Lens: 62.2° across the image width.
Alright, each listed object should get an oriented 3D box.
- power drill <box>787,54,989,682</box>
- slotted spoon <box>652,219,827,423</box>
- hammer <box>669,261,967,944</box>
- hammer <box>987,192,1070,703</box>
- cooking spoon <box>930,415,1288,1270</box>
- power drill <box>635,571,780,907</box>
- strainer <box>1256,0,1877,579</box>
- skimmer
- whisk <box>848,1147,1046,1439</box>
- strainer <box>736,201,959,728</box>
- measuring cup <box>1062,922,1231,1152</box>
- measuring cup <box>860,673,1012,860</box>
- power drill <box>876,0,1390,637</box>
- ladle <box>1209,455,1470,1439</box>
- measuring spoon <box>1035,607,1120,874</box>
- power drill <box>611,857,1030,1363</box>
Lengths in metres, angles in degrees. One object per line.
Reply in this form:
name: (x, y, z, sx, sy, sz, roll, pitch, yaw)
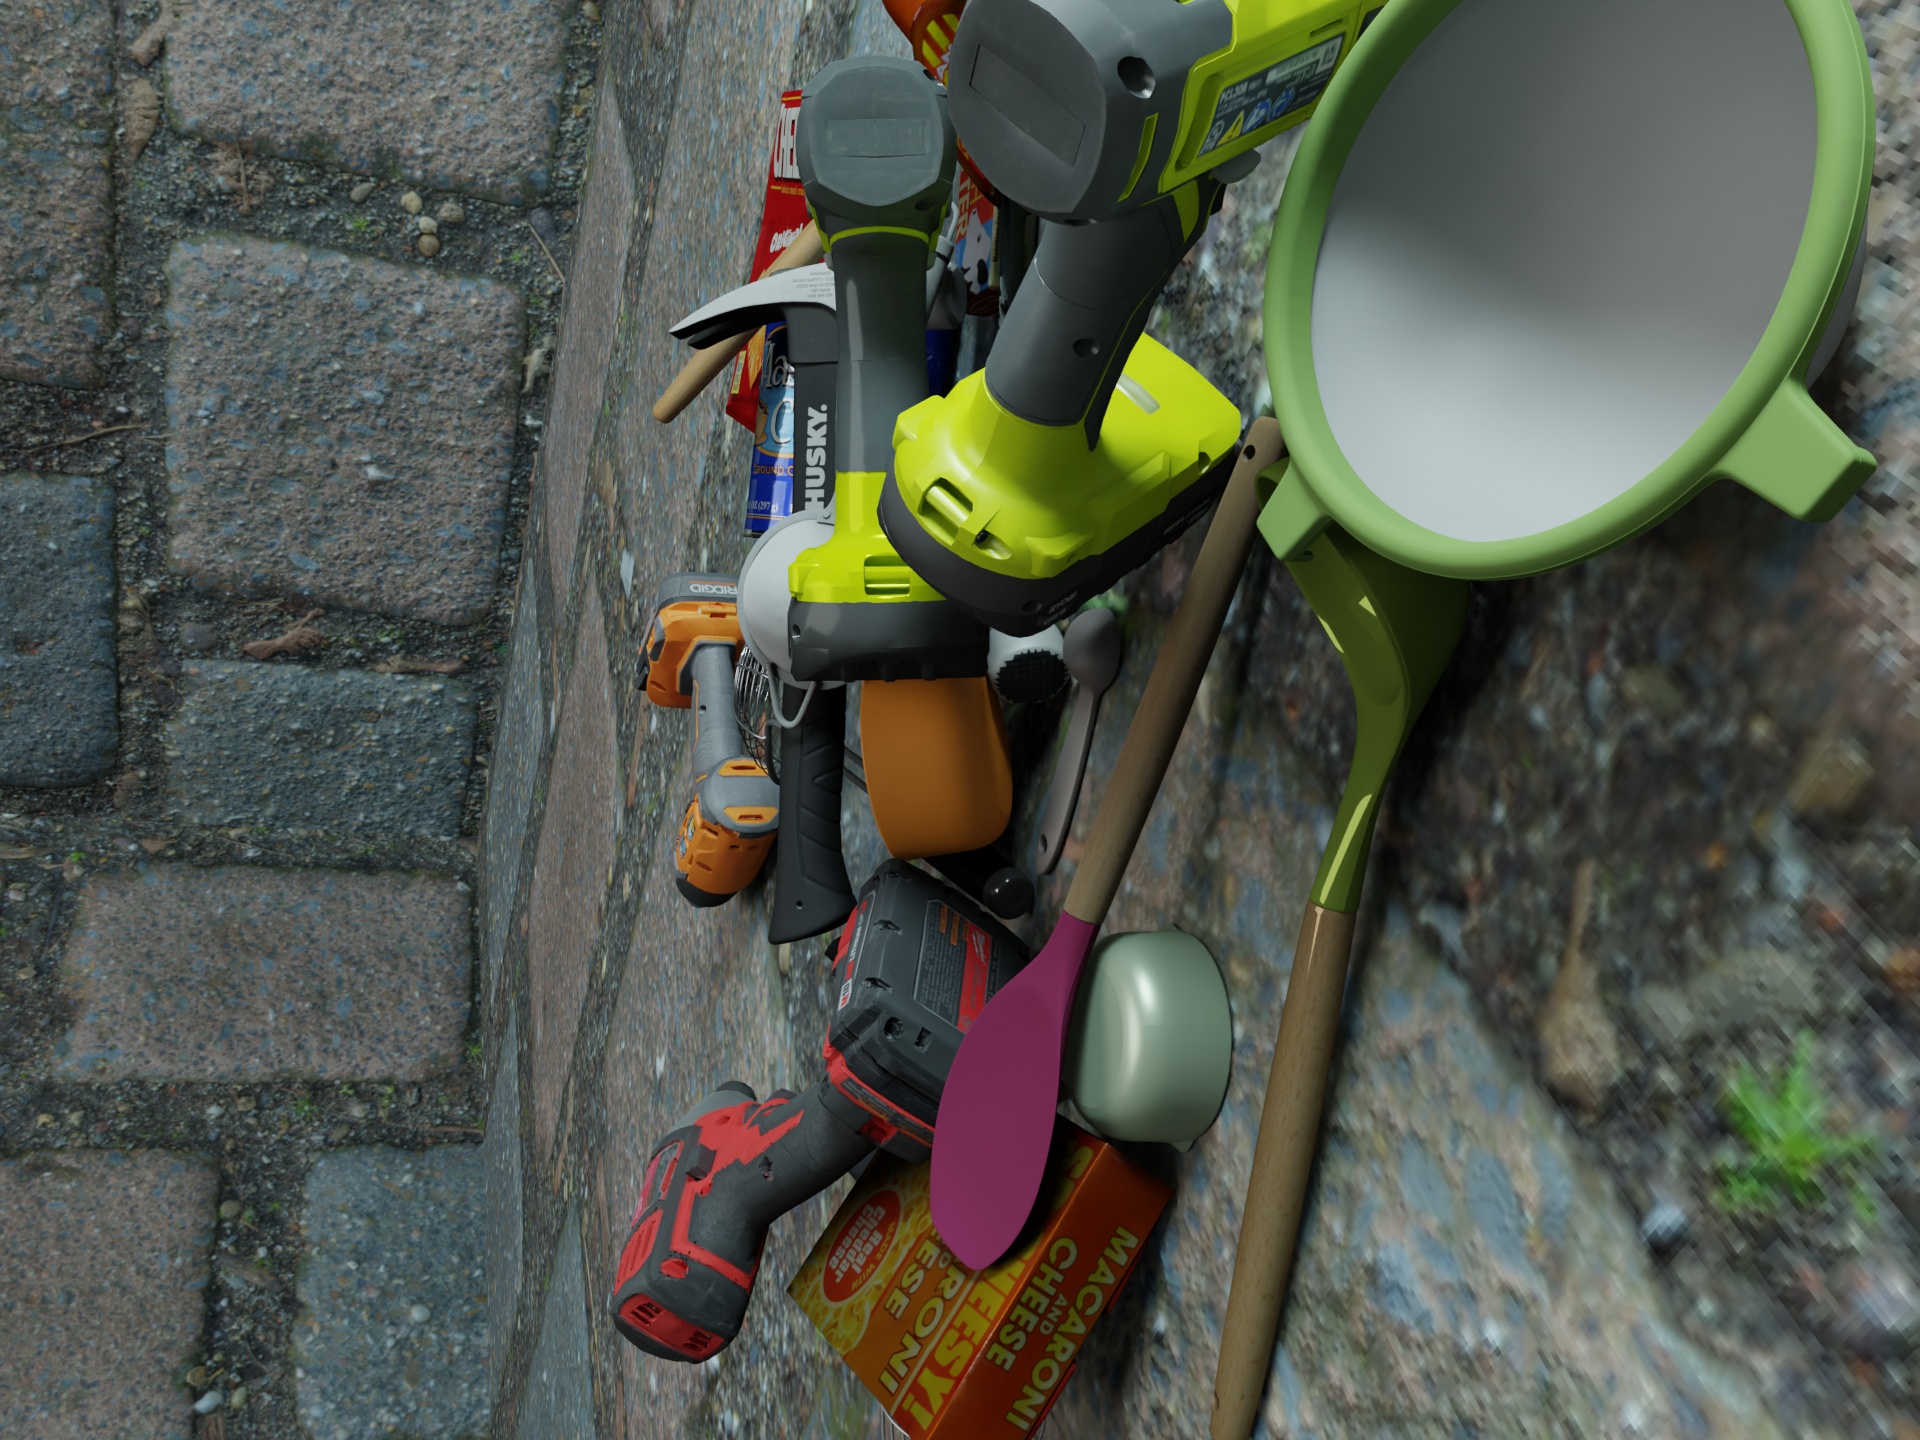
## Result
power drill: (-0.031, -0.134, 0.647, 0.171, 0.080, 0.223, -105, 14, -81)
slotted spoon: (-0.077, -0.269, 0.879, 0.313, 0.031, 0.070, -39, 22, 31)
hammer: (-0.076, -0.057, 0.784, 0.035, 0.146, 0.335, 7, -95, -73)
hammer: (0.021, -0.203, 0.609, 0.149, 0.036, 0.408, -103, 10, -46)
cooking spoon: (0.053, 0.046, 0.562, 0.069, 0.017, 0.319, 31, 103, 55)
power drill: (-0.187, 0.022, 1.180, 0.164, 0.084, 0.227, 122, 142, -50)
strainer: (0.148, -0.157, 0.365, 0.151, 0.069, 0.256, 2, 87, 56)
skimmer: (-0.037, 0.019, 0.866, 0.364, 0.090, 0.127, 34, 119, 55)
whisk: (-0.024, 0.256, 0.750, 0.285, 0.070, 0.070, -130, 49, -67)
strainer: (-0.050, -0.121, 0.742, 0.050, 0.087, 0.258, 19, -90, -67)
measuring cup: (0.045, 0.126, 0.615, 0.167, 0.038, 0.083, 147, 125, -61)
measuring cup: (-0.001, -0.002, 0.741, 0.174, 0.052, 0.095, -70, -31, -62)
power drill: (0.064, -0.146, 0.487, 0.080, 0.190, 0.228, 44, 146, 17)
ladle: (0.096, 0.079, 0.479, 0.078, 0.062, 0.320, -113, 29, -74)
measuring spoon: (0.043, 0.011, 0.676, 0.034, 0.018, 0.124, -127, 46, -59)
power drill: (-0.068, 0.170, 0.700, 0.219, 0.078, 0.143, -47, 16, 25)
